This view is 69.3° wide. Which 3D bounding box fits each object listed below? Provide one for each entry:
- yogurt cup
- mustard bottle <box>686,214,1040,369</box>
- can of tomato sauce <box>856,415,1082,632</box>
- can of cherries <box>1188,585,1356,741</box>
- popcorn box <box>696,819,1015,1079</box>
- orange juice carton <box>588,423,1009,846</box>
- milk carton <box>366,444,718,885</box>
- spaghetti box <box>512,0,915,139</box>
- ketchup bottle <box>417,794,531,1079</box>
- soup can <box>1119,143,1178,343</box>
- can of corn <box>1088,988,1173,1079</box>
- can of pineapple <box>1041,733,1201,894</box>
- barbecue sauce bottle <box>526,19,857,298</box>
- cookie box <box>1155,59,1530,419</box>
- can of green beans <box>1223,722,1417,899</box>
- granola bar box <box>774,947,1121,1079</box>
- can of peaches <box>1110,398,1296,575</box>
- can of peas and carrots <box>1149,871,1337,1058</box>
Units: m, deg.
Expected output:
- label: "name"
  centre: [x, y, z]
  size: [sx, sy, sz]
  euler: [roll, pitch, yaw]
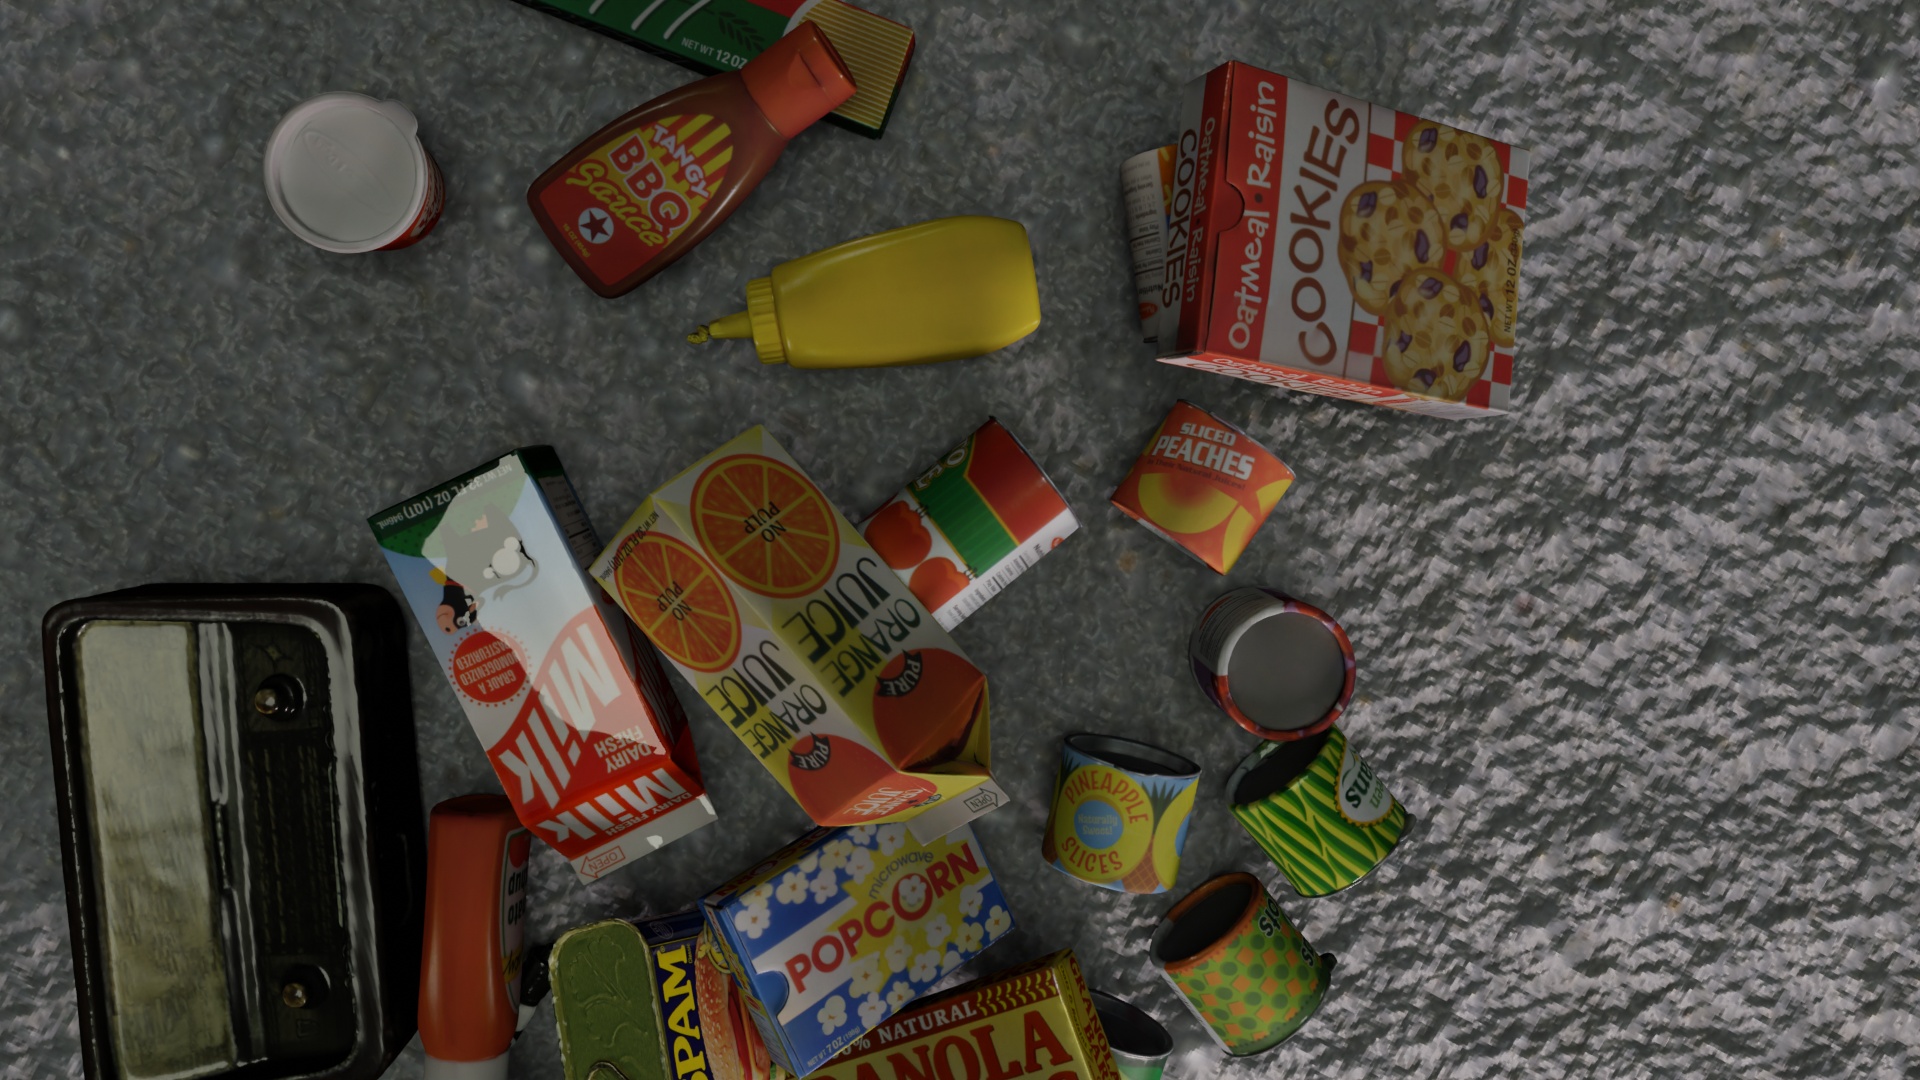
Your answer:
- label: "yogurt cup"
  centre: [-0.263, -0.159, 0.615]
  size: [0.072, 0.054, 0.072]
  euler: [0, 95, -4]
- label: "mustard bottle"
  centre: [-0.046, -0.109, 0.639]
  size: [0.160, 0.049, 0.065]
  euler: [-9, 96, -3]
- label: "can of tomato sauce"
  centre: [0.002, -0.008, 0.642]
  size: [0.083, 0.071, 0.071]
  euler: [-39, 96, 0]
- label: "can of cherries"
  centre: [0.150, 0.059, 0.662]
  size: [0.071, 0.058, 0.071]
  euler: [0, 94, -4]
- label: "popcorn box"
  centre: [-0.046, 0.172, 0.640]
  size: [0.127, 0.038, 0.085]
  euler: [-27, 98, -30]
- label: "orange juice carton"
  centre: [-0.061, 0.052, 0.602]
  size: [0.192, 0.073, 0.071]
  euler: [48, 134, -1]
- label: "milk carton"
  centre: [-0.182, 0.058, 0.628]
  size: [0.072, 0.073, 0.190]
  euler: [-26, 96, -2]
- label: "spaghetti box"
  centre: [-0.145, -0.250, 0.630]
  size: [0.250, 0.029, 0.050]
  euler: [19, 93, -6]
- label: "ketchup bottle"
  centre: [-0.222, 0.194, 0.632]
  size: [0.043, 0.064, 0.149]
  euler: [3, 87, -6]
- label: "soup can"
  centre: [0.114, -0.138, 0.641]
  size: [0.071, 0.071, 0.083]
  euler: [-9, 95, -4]
- label: "can of corn"
  centre: [0.059, 0.255, 0.665]
  size: [0.071, 0.071, 0.058]
  euler: [18, 94, -6]
- label: "can of pineapple"
  centre: [0.075, 0.128, 0.656]
  size: [0.071, 0.071, 0.058]
  euler: [11, 94, -5]
- label: "barbecue sauce bottle"
  centre: [-0.116, -0.172, 0.614]
  size: [0.148, 0.044, 0.064]
  euler: [-32, 106, 12]
- label: "cookie box"
  centre: [0.171, -0.126, 0.607]
  size: [0.168, 0.040, 0.123]
  euler: [7, 87, -24]
- label: "can of green beans"
  centre: [0.169, 0.127, 0.665]
  size: [0.071, 0.071, 0.058]
  euler: [-40, 96, 0]
- label: "granola bar box"
  centre: [-0.004, 0.272, 0.633]
  size: [0.165, 0.039, 0.124]
  euler: [-24, 79, 19]
- label: "can of peaches"
  centre: [0.112, -0.025, 0.647]
  size: [0.071, 0.071, 0.058]
  euler: [34, 93, -6]
- label: "can of peas and carrots"
  centre: [0.136, 0.201, 0.668]
  size: [0.071, 0.071, 0.058]
  euler: [-39, 96, -1]
